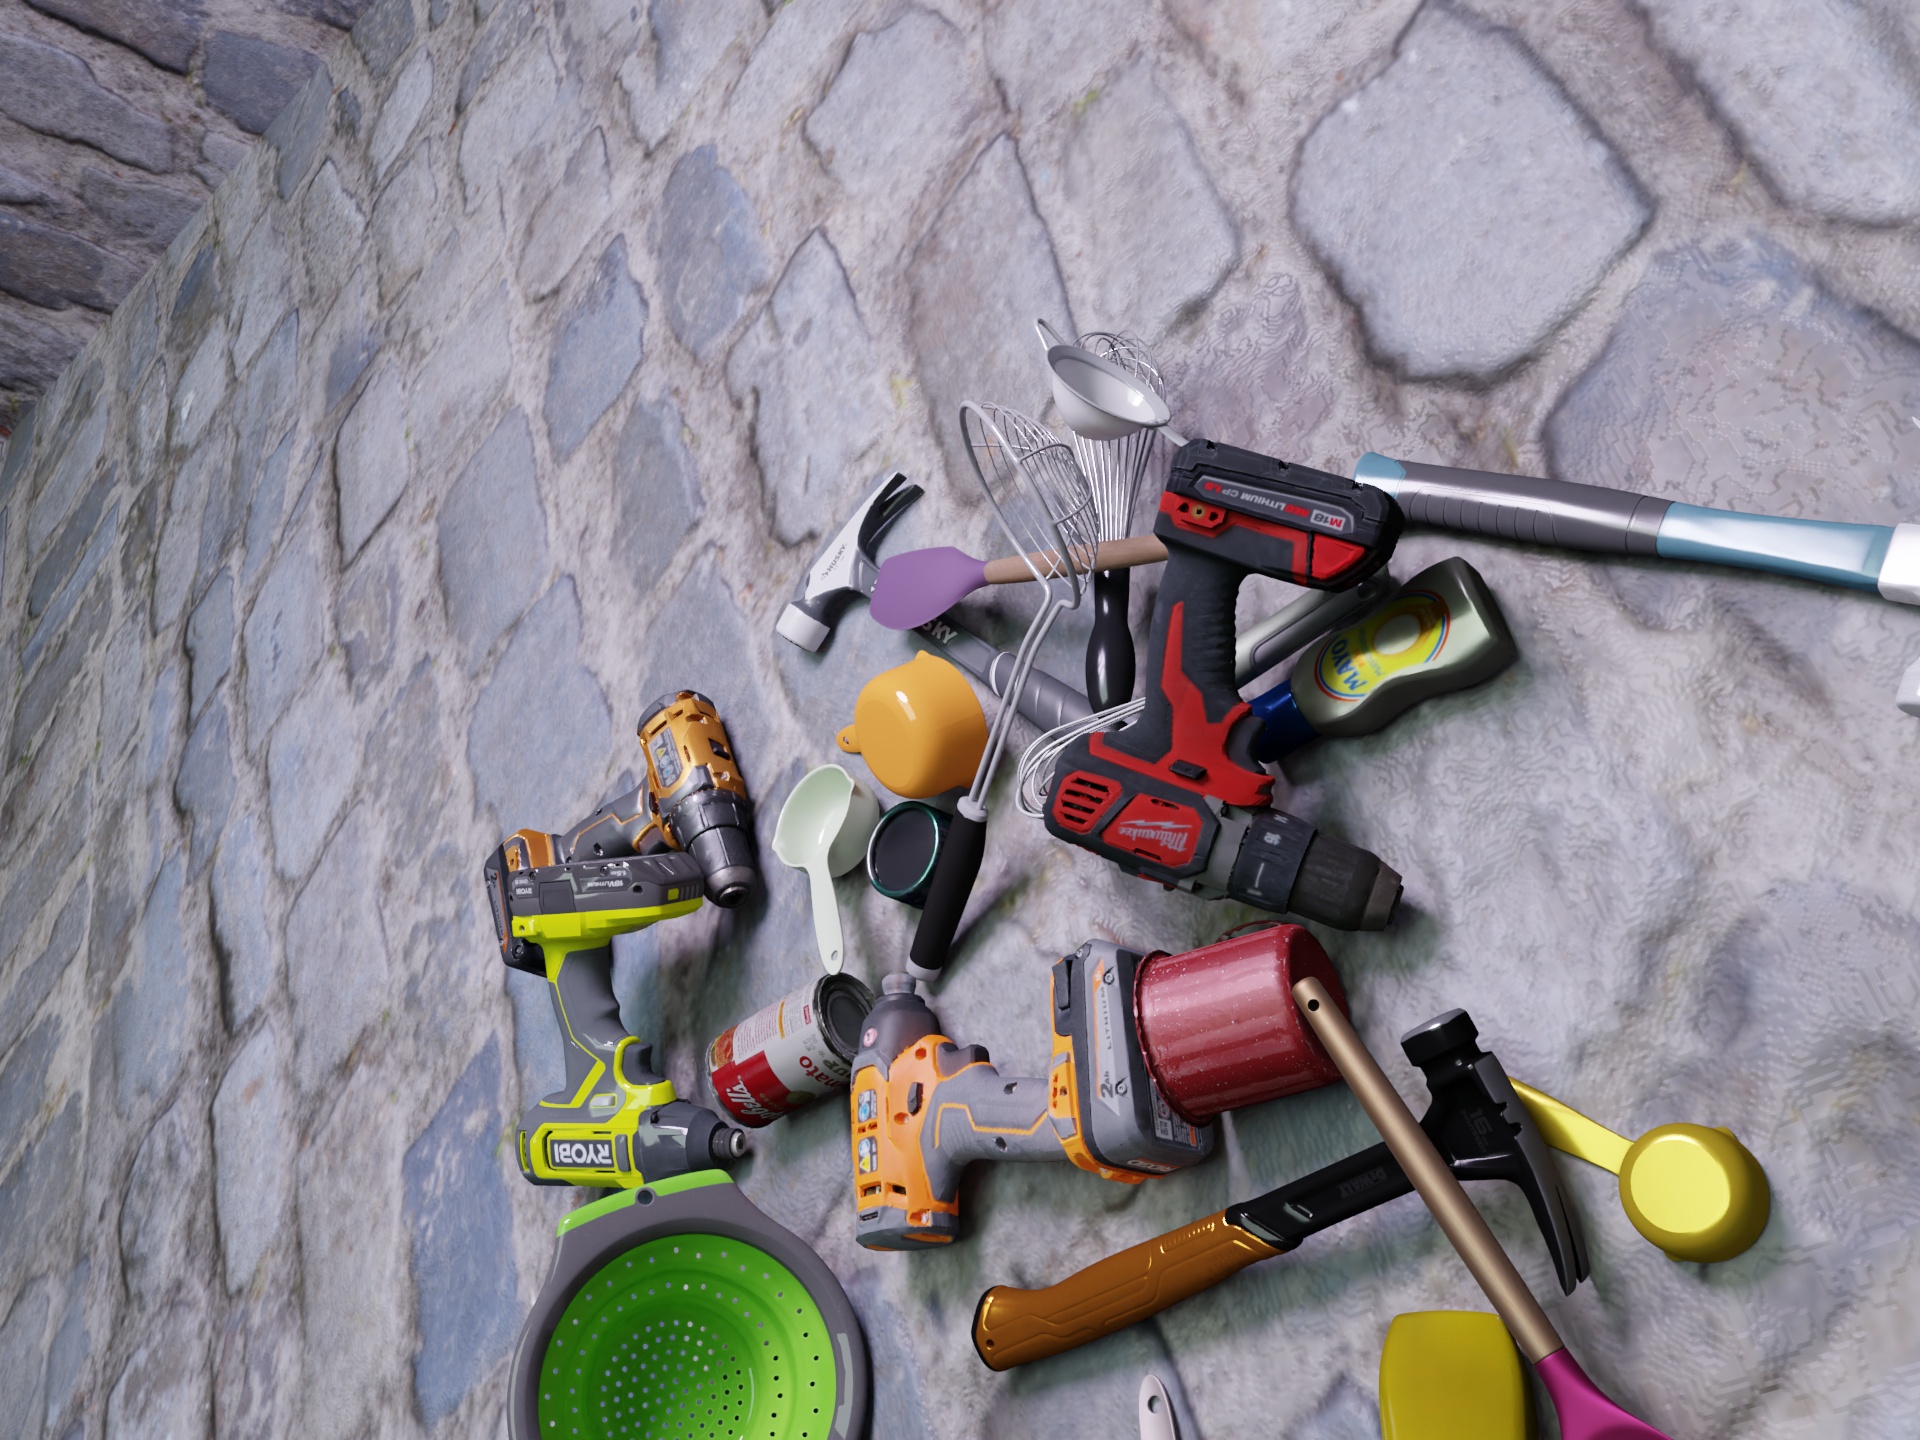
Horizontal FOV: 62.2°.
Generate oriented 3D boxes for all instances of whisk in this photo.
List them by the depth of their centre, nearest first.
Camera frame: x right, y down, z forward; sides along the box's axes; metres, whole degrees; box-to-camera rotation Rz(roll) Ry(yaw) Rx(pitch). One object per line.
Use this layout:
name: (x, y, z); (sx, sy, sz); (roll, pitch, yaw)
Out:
whisk: (0.135, -0.017, 0.895); (0.246, 0.057, 0.059); (-34, 29, 6)
whisk: (0.096, -0.127, 0.991); (0.070, 0.070, 0.285); (-18, 58, 36)

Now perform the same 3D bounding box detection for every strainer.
strainer: (0.137, -0.158, 0.939); (0.259, 0.087, 0.050); (35, 121, 22)

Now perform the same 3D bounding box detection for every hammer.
hammer: (0.336, -0.095, 0.785); (0.331, 0.033, 0.128); (19, 85, 46)
hammer: (0.135, 0.266, 0.787); (0.337, 0.034, 0.127); (-35, 71, 31)
hammer: (0.021, -0.042, 1.050); (0.409, 0.036, 0.149); (36, 96, 45)

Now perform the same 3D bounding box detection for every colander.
colander: (-0.138, 0.469, 0.913); (0.094, 0.204, 0.397); (125, 130, -59)

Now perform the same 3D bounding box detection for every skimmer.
skimmer: (-0.001, -0.003, 0.925); (0.127, 0.090, 0.363); (52, 131, 54)

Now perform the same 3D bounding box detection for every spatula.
spatula: (0.036, -0.093, 0.994); (0.316, 0.018, 0.060); (-3, 69, 52)

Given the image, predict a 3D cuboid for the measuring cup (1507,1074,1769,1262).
measuring cup: (0.277, 0.186, 0.710); (0.157, 0.029, 0.062); (22, 87, 45)

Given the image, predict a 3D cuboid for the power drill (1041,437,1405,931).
power drill: (0.158, -0.013, 0.814); (0.188, 0.080, 0.226); (20, 98, 18)

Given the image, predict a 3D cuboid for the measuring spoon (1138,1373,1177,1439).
measuring spoon: (0.108, 0.389, 0.787); (0.034, 0.018, 0.124); (-32, 45, 28)

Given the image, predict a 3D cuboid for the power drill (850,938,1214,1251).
power drill: (0.024, 0.199, 0.903); (0.226, 0.084, 0.164); (-27, 54, 36)

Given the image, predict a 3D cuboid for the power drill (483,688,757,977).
power drill: (-0.249, 0.109, 1.198); (0.226, 0.084, 0.186); (-40, 50, 16)

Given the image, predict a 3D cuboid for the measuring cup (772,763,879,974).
measuring cup: (-0.081, 0.104, 1.058); (0.083, 0.038, 0.168); (-38, 42, 25)

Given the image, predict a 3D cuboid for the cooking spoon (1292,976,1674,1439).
cooking spoon: (0.230, 0.240, 0.662); (0.068, 0.017, 0.319); (-43, 57, 19)

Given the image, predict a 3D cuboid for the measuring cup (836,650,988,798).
measuring cup: (-0.053, 0.012, 1.058); (0.173, 0.052, 0.095); (-12, 99, 53)

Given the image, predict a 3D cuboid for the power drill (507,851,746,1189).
power drill: (-0.230, 0.207, 1.092); (0.171, 0.080, 0.223); (-7, 88, 25)
